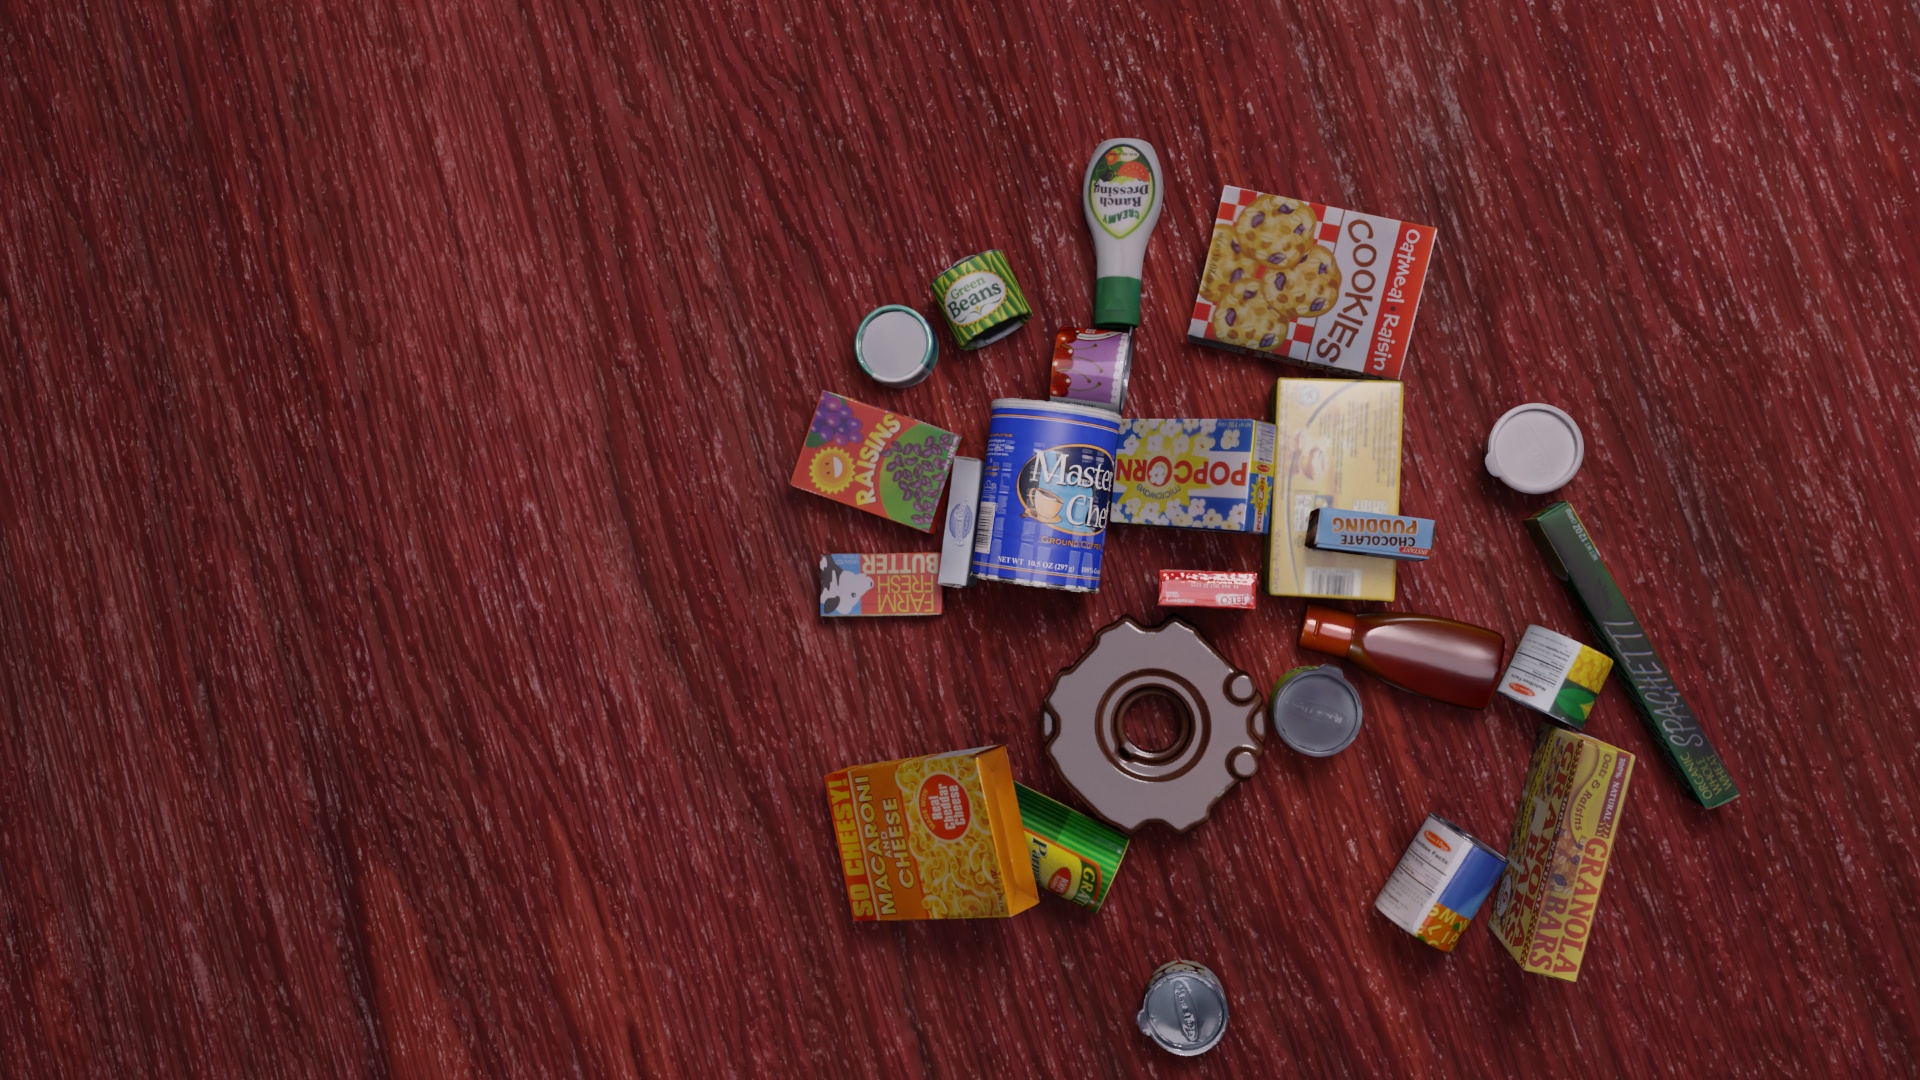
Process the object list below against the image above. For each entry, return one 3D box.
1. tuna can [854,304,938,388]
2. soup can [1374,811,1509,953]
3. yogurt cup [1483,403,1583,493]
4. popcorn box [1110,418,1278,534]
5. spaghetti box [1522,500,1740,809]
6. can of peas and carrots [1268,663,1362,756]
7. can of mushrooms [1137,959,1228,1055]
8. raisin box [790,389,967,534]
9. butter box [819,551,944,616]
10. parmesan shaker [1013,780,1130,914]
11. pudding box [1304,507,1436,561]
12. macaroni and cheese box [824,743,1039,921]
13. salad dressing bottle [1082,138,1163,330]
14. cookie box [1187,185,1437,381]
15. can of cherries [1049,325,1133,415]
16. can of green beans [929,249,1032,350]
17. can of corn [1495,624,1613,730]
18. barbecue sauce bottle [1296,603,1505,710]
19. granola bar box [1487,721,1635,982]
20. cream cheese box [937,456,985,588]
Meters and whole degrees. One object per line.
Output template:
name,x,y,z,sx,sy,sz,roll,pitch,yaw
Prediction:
tuna can,-0.053,-0.162,1.146,0.071,0.033,0.071,0,89,8
soup can,0.367,0.261,1.056,0.071,0.071,0.083,31,94,8
yogurt cup,0.433,-0.068,1.061,0.072,0.054,0.072,0,89,8
popcorn box,0.179,-0.051,1.074,0.126,0.038,0.085,5,89,43
spaghetti box,0.504,0.085,1.048,0.028,0.050,0.250,-29,85,9
can of peas and carrots,0.274,0.129,1.076,0.071,0.059,0.071,0,88,8
can of mushrooms,0.175,0.368,1.096,0.071,0.033,0.071,0,89,8
raisin box,-0.067,-0.065,1.142,0.123,0.040,0.086,19,92,7
butter box,-0.064,0.036,1.145,0.103,0.024,0.053,-1,89,9
parmesan shaker,0.073,0.244,1.100,0.103,0.071,0.071,24,92,9
pudding box,0.298,-0.004,1.012,0.084,0.049,0.030,7,89,7
macaroni and cheese box,-0.025,0.232,1.087,0.166,0.040,0.123,-15,85,40
salad dressing bottle,0.129,-0.245,1.116,0.064,0.044,0.147,2,89,10
cookie box,0.276,-0.200,1.096,0.167,0.040,0.123,14,91,9
can of cherries,0.104,-0.138,1.105,0.058,0.071,0.071,8,90,10
can of green beans,0.017,-0.193,1.120,0.071,0.071,0.058,-27,85,7
can of corn,0.449,0.103,1.049,0.071,0.071,0.058,26,92,8
barbecue sauce bottle,0.338,0.084,1.076,0.148,0.043,0.065,14,90,9
granola bar box,0.438,0.223,1.016,0.039,0.124,0.165,15,91,10
cream cheese box,0.004,-0.014,1.122,0.024,0.053,0.103,7,89,12
